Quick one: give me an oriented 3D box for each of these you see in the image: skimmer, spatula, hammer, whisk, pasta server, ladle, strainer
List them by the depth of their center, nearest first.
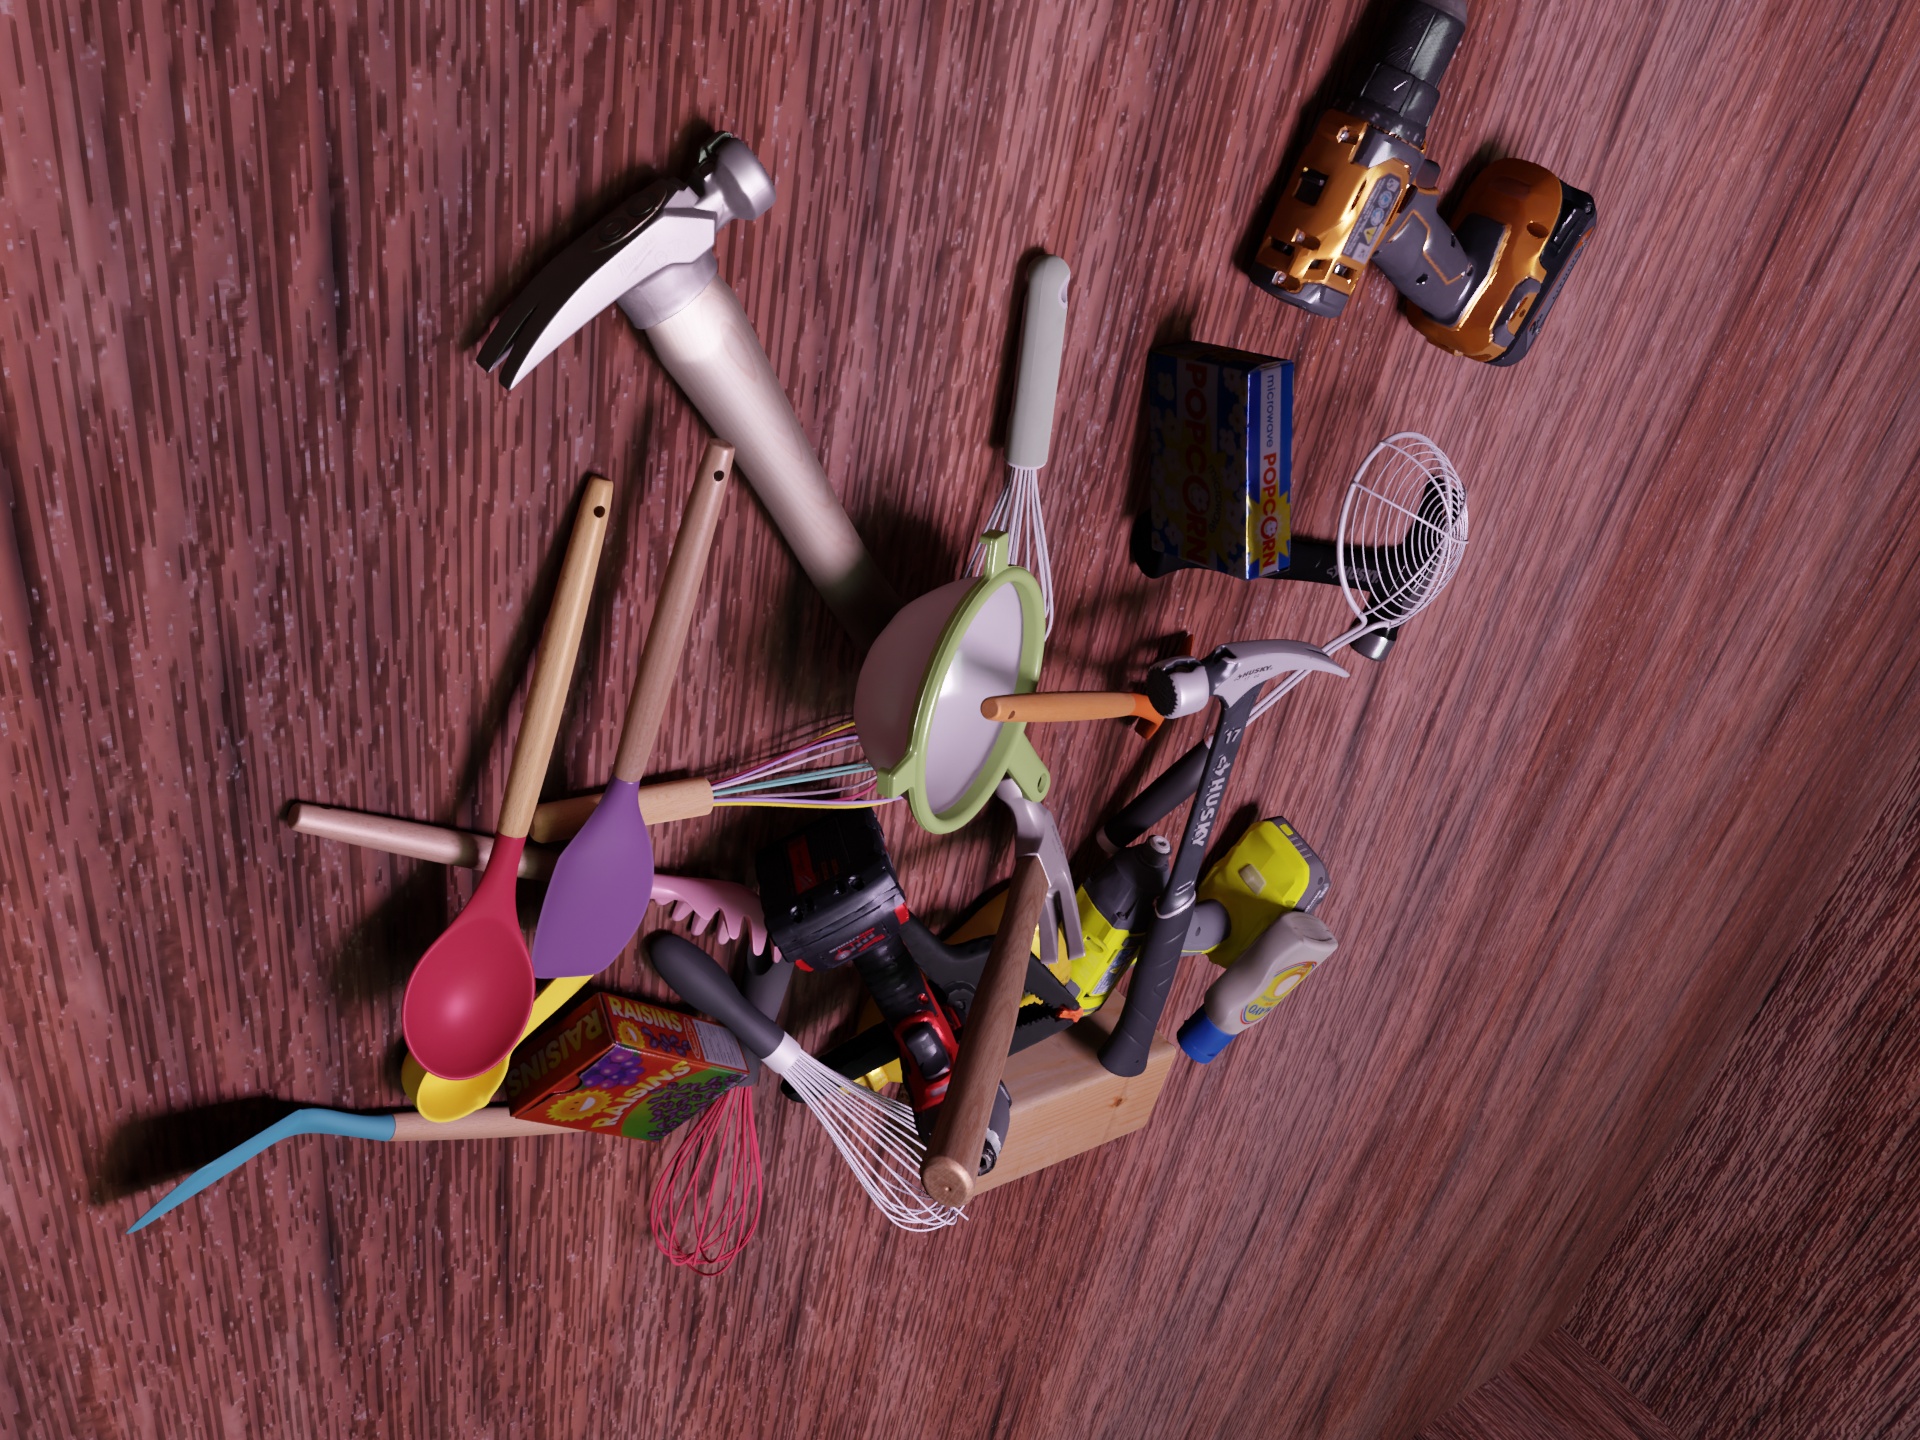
[{"bbox_3d":[-0.216,0.032,0.784,0.069,0.031,0.315,7,107,-39],"label":"ladle"},{"bbox_3d":[-0.159,0.006,0.796,0.059,0.018,0.315,1,122,-35],"label":"spatula"},{"bbox_3d":[-0.082,-0.096,0.825,0.146,0.038,0.410,-43,143,-8],"label":"hammer"},{"bbox_3d":[-0.214,0.089,0.862,0.316,0.060,0.040,20,82,-47],"label":"pasta server"},{"bbox_3d":[0.035,-0.140,0.897,0.058,0.059,0.246,-59,160,-55],"label":"whisk"},{"bbox_3d":[-0.126,0.036,0.903,0.245,0.051,0.047,-9,104,-33],"label":"whisk"},{"bbox_3d":[-0.302,0.242,0.907,0.082,0.044,0.317,-38,150,28],"label":"spatula"},{"bbox_3d":[-0.001,-0.003,0.914,0.151,0.069,0.256,-67,160,-12],"label":"strainer"},{"bbox_3d":[0.026,0.159,0.953,0.031,0.331,0.130,-14,116,20],"label":"hammer"},{"bbox_3d":[0.084,-0.014,0.980,0.322,0.041,0.081,-3,124,-62],"label":"spatula"},{"bbox_3d":[-0.092,0.227,0.998,0.070,0.070,0.284,-45,109,-3],"label":"whisk"},{"bbox_3d":[-0.150,0.249,1.048,0.073,0.073,0.295,-4,120,-41],"label":"whisk"},{"bbox_3d":[0.158,0.110,1.109,0.149,0.036,0.408,-15,135,-28],"label":"hammer"},{"bbox_3d":[0.209,-0.043,1.111,0.127,0.090,0.363,12,133,-43],"label":"skimmer"},{"bbox_3d":[0.238,-0.117,1.115,0.334,0.035,0.146,2,122,-44],"label":"hammer"}]

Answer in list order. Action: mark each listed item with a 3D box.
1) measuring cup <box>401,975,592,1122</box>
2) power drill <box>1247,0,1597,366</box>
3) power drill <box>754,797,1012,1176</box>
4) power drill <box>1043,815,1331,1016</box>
[{"bbox_3d":[-0.252,0.162,0.908,0.156,0.029,0.062,-44,145,-24],"label":"measuring cup"},{"bbox_3d":[0.289,-0.318,0.955,0.226,0.084,0.185,5,117,-41],"label":"power drill"},{"bbox_3d":[-0.037,0.169,0.959,0.078,0.143,0.219,-28,113,0],"label":"power drill"},{"bbox_3d":[0.176,0.145,1.238,0.223,0.080,0.171,-5,136,-39],"label":"power drill"}]
